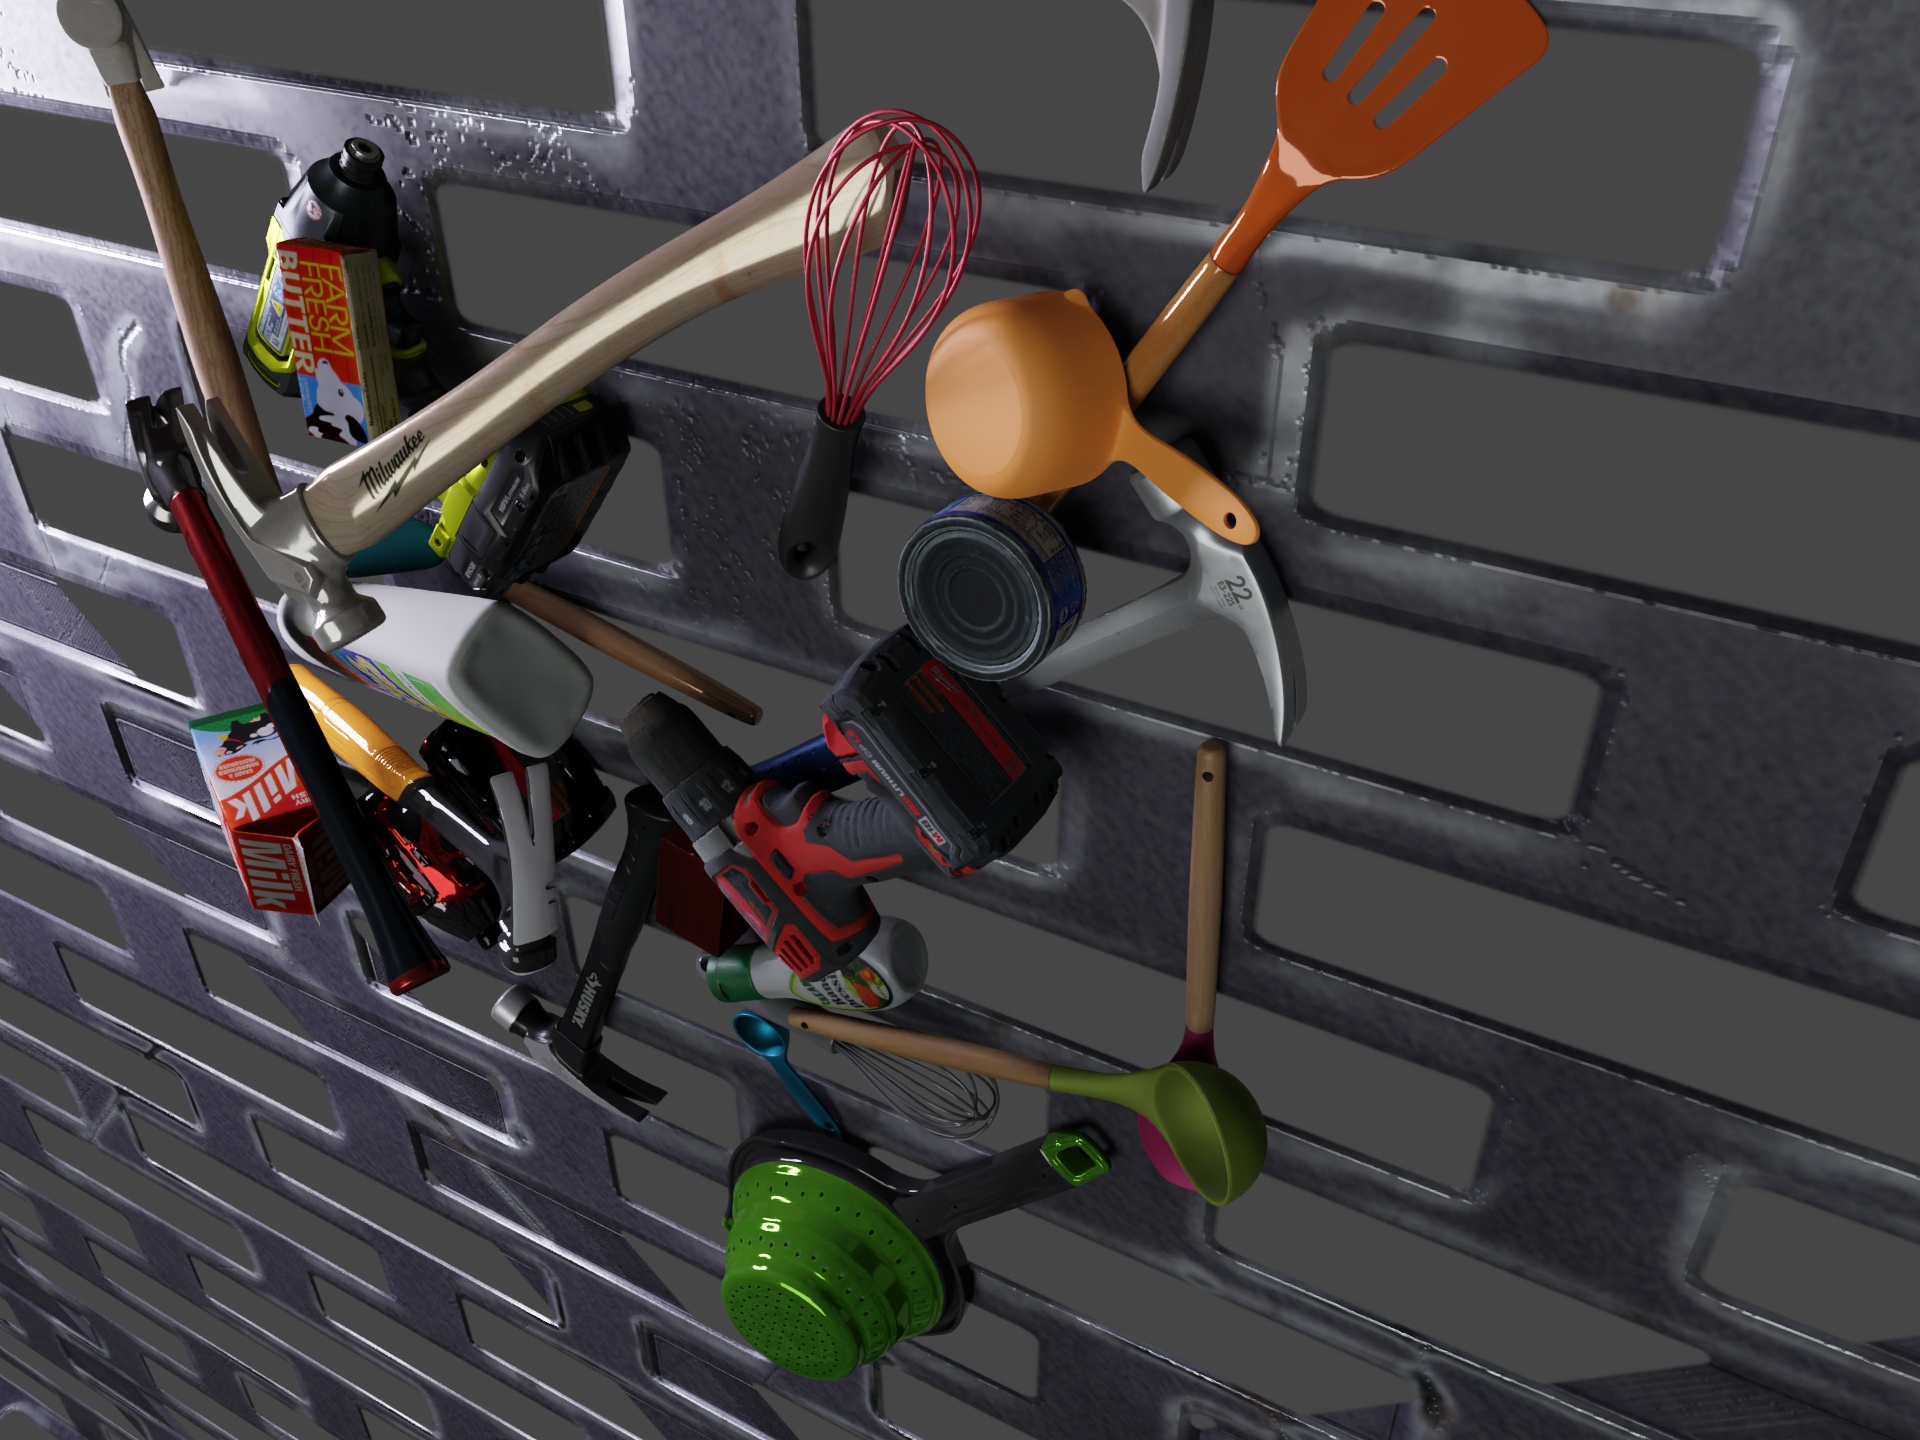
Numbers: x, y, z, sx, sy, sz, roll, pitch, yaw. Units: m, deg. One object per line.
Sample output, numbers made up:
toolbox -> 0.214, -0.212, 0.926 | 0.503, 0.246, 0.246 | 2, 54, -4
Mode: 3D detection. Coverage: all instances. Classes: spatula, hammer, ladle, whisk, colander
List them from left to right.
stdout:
hammer -> -0.441, -0.246, 0.915 | 0.130, 0.031, 0.331 | -133, 31, -57
hammer -> -0.409, -0.014, 0.964 | 0.386, 0.038, 0.143 | 60, 152, 9
hammer -> -0.349, 0.028, 0.986 | 0.337, 0.034, 0.127 | 28, 124, 39
spatula -> -0.260, -0.062, 0.968 | 0.317, 0.044, 0.082 | 26, 155, 14
hammer -> -0.206, -0.179, 0.773 | 0.410, 0.038, 0.146 | -25, 103, 23
hammer -> -0.239, 0.160, 1.109 | 0.146, 0.035, 0.334 | 37, 133, 9
hammer -> -0.066, -0.324, 0.666 | 0.359, 0.037, 0.149 | 18, 128, 23
whisk -> -0.077, 0.201, 1.023 | 0.239, 0.055, 0.055 | 23, 130, 25
whisk -> -0.050, -0.154, 0.731 | 0.073, 0.073, 0.295 | 37, 147, 8
colander -> -0.052, 0.362, 1.074 | 0.204, 0.094, 0.397 | 49, 133, -7
hammer -> -0.001, -0.003, 0.839 | 0.405, 0.035, 0.144 | -24, 104, 42
ladle -> 0.025, 0.208, 0.920 | 0.320, 0.062, 0.078 | 7, 117, 30
spatula -> 0.102, -0.177, 0.664 | 0.081, 0.041, 0.322 | 43, 138, 2

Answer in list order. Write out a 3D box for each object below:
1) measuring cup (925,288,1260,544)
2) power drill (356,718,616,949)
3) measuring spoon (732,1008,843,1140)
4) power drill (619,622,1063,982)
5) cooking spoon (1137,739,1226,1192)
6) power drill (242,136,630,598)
measuring cup -> 0.050, -0.117, 0.675 | 0.174, 0.052, 0.095 | 43, 136, 34
power drill -> -0.333, 0.077, 1.090 | 0.143, 0.078, 0.219 | 52, 136, -5
measuring spoon -> -0.111, 0.240, 1.094 | 0.042, 0.021, 0.128 | -9, 123, 39
power drill -> -0.076, 0.031, 0.838 | 0.188, 0.080, 0.226 | 51, 136, -4
cooking spoon -> 0.131, 0.146, 0.862 | 0.069, 0.017, 0.318 | 12, 126, 23
power drill -> -0.296, -0.193, 0.882 | 0.223, 0.080, 0.171 | 46, 134, 3
